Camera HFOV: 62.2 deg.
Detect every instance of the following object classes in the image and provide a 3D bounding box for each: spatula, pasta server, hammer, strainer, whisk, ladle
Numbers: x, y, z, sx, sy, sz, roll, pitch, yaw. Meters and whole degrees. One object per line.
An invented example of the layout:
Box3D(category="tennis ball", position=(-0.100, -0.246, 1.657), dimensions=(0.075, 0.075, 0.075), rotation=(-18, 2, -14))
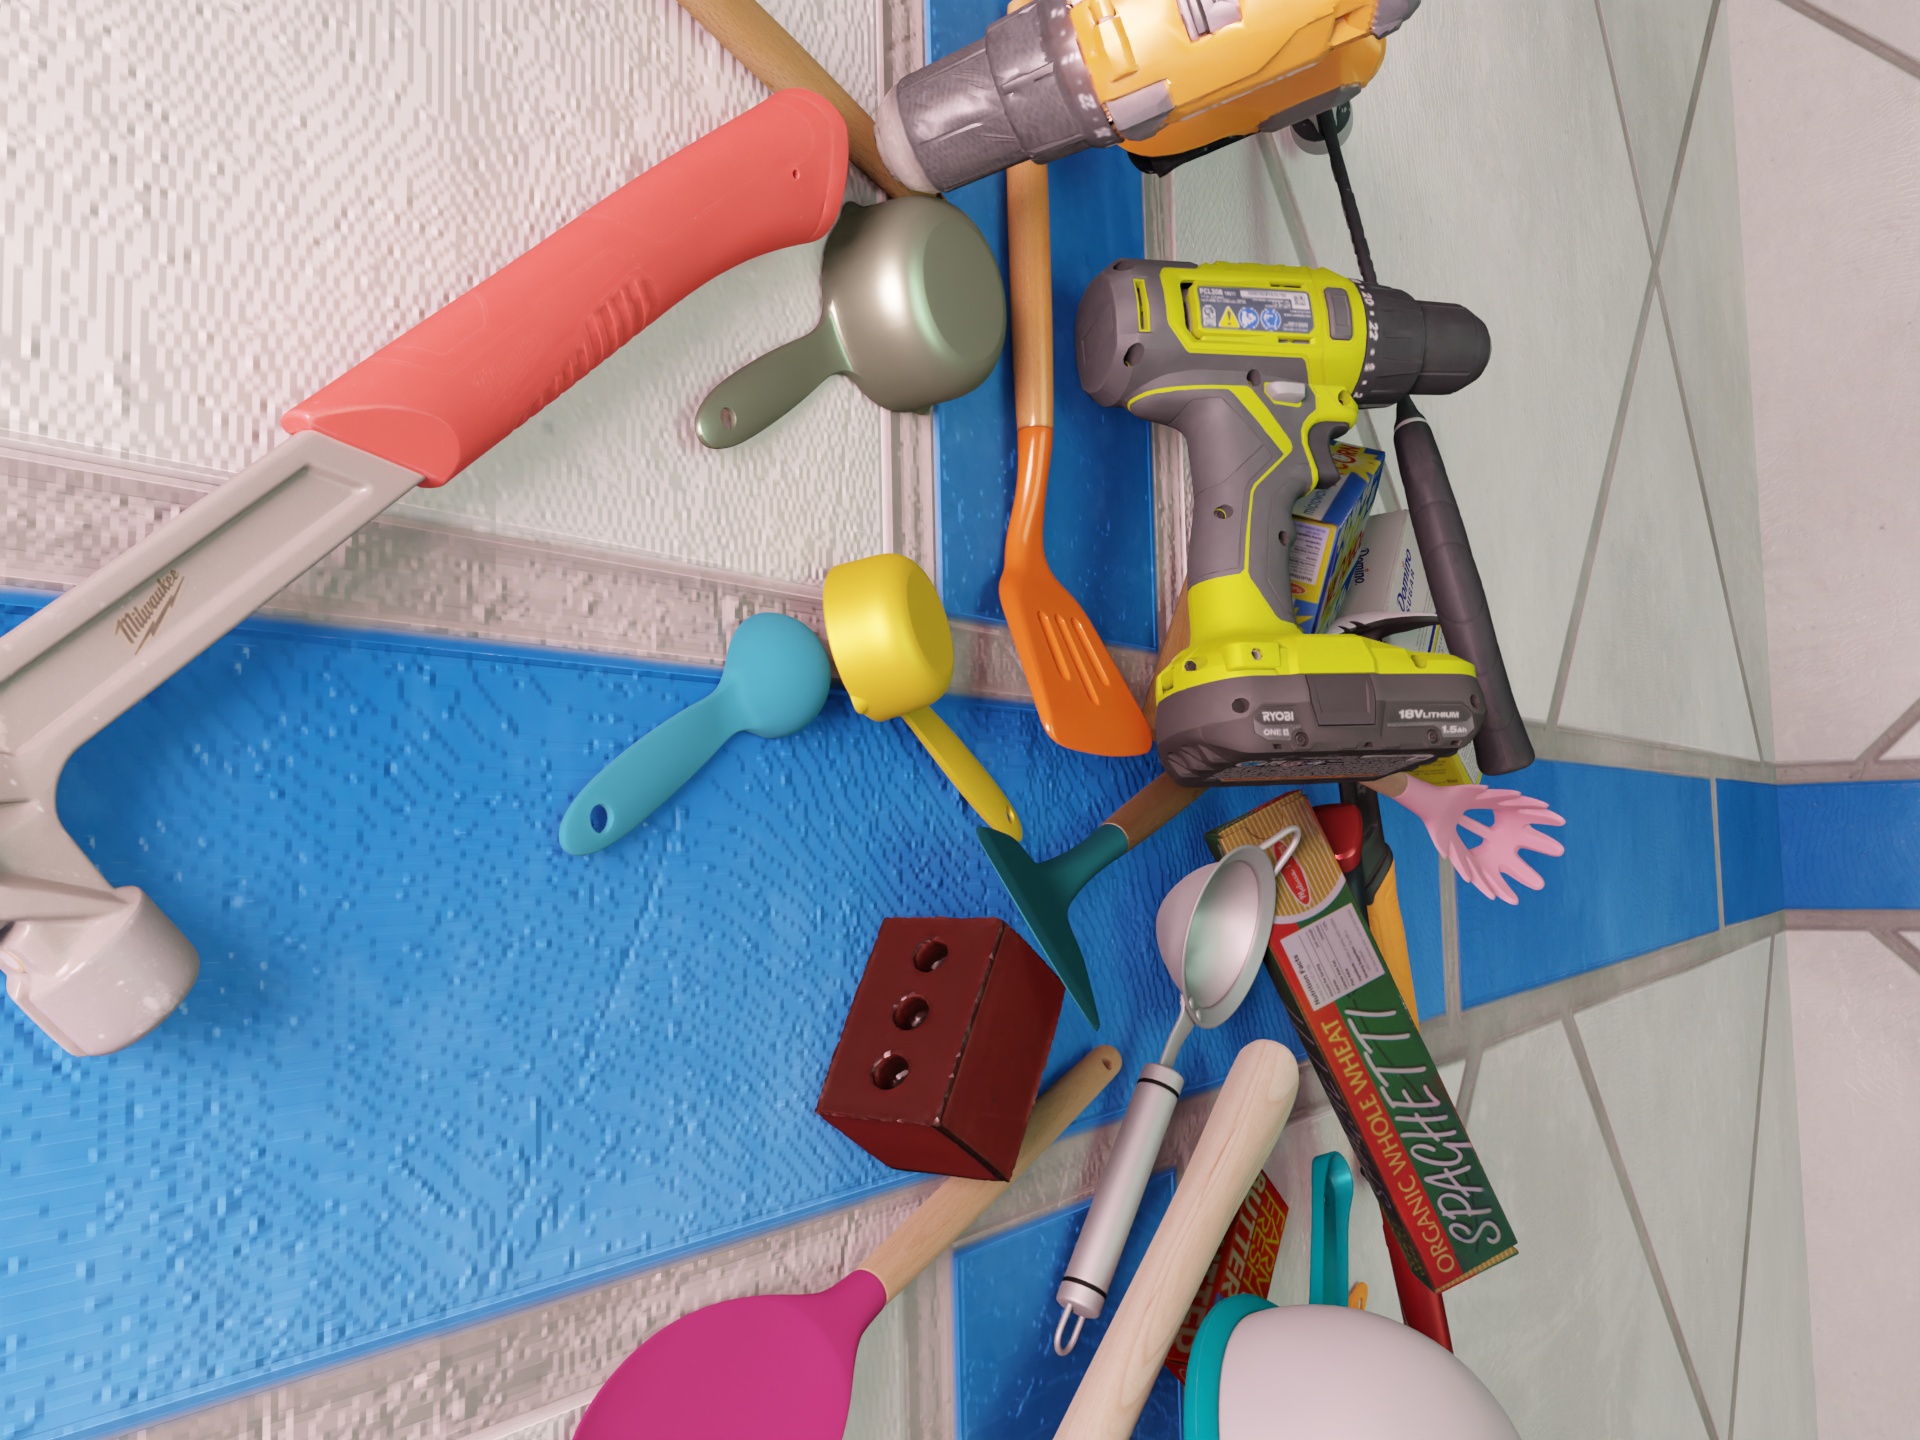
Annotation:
Box3D(category="spatula", position=(0.085, 0.041, 0.689), dimensions=(0.082, 0.044, 0.317), rotation=(59, 33, 1))
Box3D(category="pasta server", position=(0.212, 0.027, 0.806), dimensions=(0.316, 0.040, 0.060), rotation=(24, 97, -40))
Box3D(category="hammer", position=(-0.133, -0.095, 0.408), dimensions=(0.359, 0.037, 0.149), rotation=(-55, 129, -42))
Box3D(category="hammer", position=(0.229, 0.232, 0.854), dimensions=(0.143, 0.038, 0.386), rotation=(-58, 136, -84))
Box3D(category="strainer", position=(0.088, 0.150, 0.695), dimensions=(0.259, 0.050, 0.086), rotation=(-64, 143, -29))
Box3D(category="whisk", position=(0.130, -0.095, 0.785), dimensions=(0.051, 0.047, 0.245), rotation=(48, 54, -43))
Box3D(category="strainer", position=(0.189, 0.290, 0.669), dimensions=(0.211, 0.095, 0.340), rotation=(56, 24, -15))
Box3D(category="hammer", position=(0.237, -0.171, 0.846), dimensions=(0.149, 0.036, 0.409), rotation=(6, 69, -74))
Box3D(category="hammer", position=(0.238, 0.107, 0.894), dimensions=(0.127, 0.034, 0.336), rotation=(-16, 104, -30))
Box3D(category="spatula", position=(0.038, -0.145, 0.655), dimensions=(0.081, 0.041, 0.323), rotation=(6, 80, -54))
Box3D(category="ladle", position=(-0.090, -0.239, 0.495), dimensions=(0.315, 0.031, 0.069), rotation=(28, 66, -53))
Box3D(category="hammer", position=(0.055, 0.256, 0.598), dimensions=(0.411, 0.038, 0.146), rotation=(-48, 147, -48))

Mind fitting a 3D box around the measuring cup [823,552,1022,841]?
Box3D(category="measuring cup", position=(-0.001, -0.002, 0.583), dimensions=(0.156, 0.029, 0.062), rotation=(52, 28, -43))

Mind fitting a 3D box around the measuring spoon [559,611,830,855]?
Box3D(category="measuring spoon", position=(-0.075, 0.005, 0.489), dimensions=(0.129, 0.021, 0.042), rotation=(-46, 123, -49))

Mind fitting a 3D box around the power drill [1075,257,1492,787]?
Box3D(category="power drill", position=(0.156, -0.091, 0.695), dimensions=(0.190, 0.080, 0.229), rotation=(-1, 77, -16))

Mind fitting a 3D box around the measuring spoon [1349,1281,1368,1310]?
Box3D(category="measuring spoon", position=(0.207, 0.352, 0.865), dimensions=(0.117, 0.011, 0.021), rotation=(-47, 124, -47))

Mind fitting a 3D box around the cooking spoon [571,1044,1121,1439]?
Box3D(category="cooking spoon", position=(-0.017, 0.183, 0.550), dimensions=(0.069, 0.017, 0.319), rotation=(51, 34, 10))

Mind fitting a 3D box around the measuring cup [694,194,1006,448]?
Box3D(category="measuring cup", position=(-0.033, -0.132, 0.551), dimensions=(0.168, 0.038, 0.083), rotation=(-49, 125, -48))

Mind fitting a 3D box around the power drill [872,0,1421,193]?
Box3D(category="power drill", position=(0.075, -0.253, 0.605), dimensions=(0.226, 0.185, 0.084), rotation=(-57, 127, -66))
